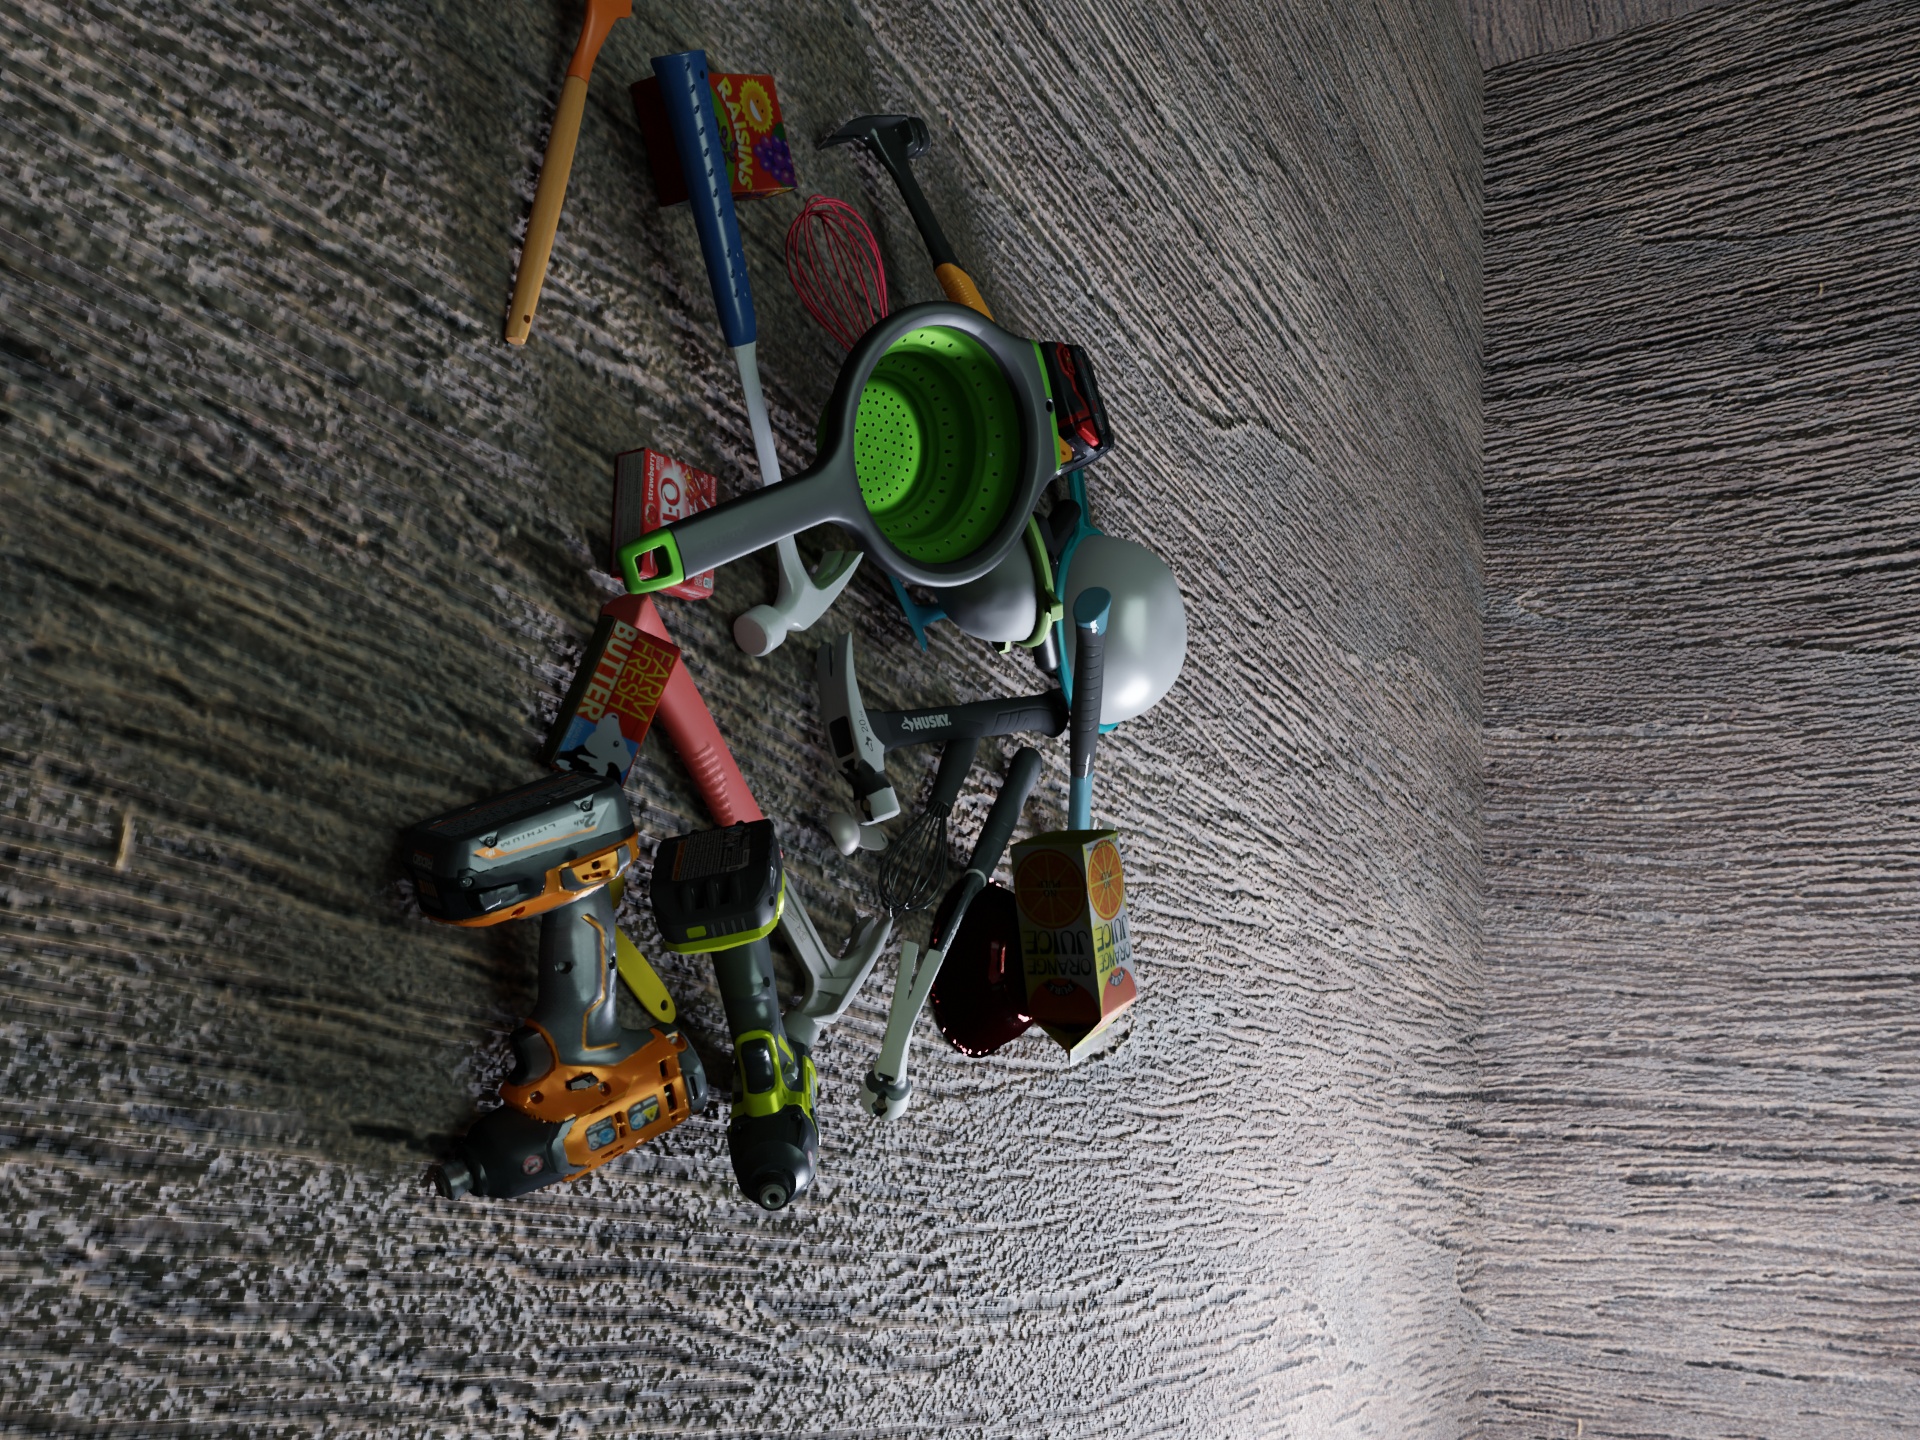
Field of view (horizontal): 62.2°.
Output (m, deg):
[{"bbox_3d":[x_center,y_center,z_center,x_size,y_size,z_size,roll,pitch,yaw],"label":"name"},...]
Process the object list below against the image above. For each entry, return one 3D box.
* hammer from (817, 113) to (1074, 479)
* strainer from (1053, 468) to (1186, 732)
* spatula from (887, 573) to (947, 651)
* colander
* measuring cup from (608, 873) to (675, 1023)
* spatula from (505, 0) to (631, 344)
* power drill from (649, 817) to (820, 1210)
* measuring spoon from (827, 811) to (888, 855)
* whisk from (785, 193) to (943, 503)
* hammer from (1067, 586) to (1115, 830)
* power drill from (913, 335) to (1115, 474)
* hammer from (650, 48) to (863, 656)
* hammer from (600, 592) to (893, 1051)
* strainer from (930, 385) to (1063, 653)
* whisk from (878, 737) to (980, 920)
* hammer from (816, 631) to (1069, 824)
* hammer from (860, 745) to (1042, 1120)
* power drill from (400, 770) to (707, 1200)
[{"bbox_3d":[0.001,-0.353,1.335,0.127,0.034,0.337,-30,93,-52],"label":"hammer"},{"bbox_3d":[0.163,-0.155,1.588,0.211,0.095,0.340,-36,120,-58],"label":"strainer"},{"bbox_3d":[0.014,-0.105,1.411,0.317,0.044,0.082,-15,78,-59],"label":"spatula"},{"bbox_3d":[-0.096,-0.172,1.131,0.397,0.094,0.204,-29,116,-37],"label":"colander"},{"bbox_3d":[-0.215,0.138,1.019,0.156,0.029,0.062,62,38,-28],"label":"measuring cup"},{"bbox_3d":[-0.261,-0.391,1.033,0.081,0.041,0.323,28,66,-53],"label":"spatula"},{"bbox_3d":[-0.136,0.190,1.027,0.171,0.080,0.223,-112,-169,-74],"label":"power drill"},{"bbox_3d":[-0.073,0.088,1.238,0.034,0.018,0.124,67,12,12],"label":"measuring spoon"},{"bbox_3d":[-0.069,-0.293,1.298,0.295,0.073,0.073,65,37,-41],"label":"whisk"},{"bbox_3d":[0.112,0.035,1.461,0.128,0.033,0.330,-46,144,-51],"label":"hammer"},{"bbox_3d":[0.048,-0.265,1.435,0.226,0.080,0.188,-9,81,-56],"label":"power drill"},{"bbox_3d":[-0.151,-0.259,1.131,0.144,0.035,0.405,-43,129,-52],"label":"hammer"},{"bbox_3d":[-0.152,0.063,1.127,0.149,0.037,0.358,-56,132,-46],"label":"hammer"},{"bbox_3d":[-0.006,-0.172,1.290,0.069,0.151,0.256,-20,88,-18],"label":"strainer"},{"bbox_3d":[-0.019,0.071,1.335,0.055,0.055,0.239,60,35,-34],"label":"whisk"},{"bbox_3d":[-0.002,-0.004,1.336,0.334,0.035,0.146,-7,76,-57],"label":"hammer"},{"bbox_3d":[0.007,0.136,1.305,0.409,0.036,0.149,-61,167,-56],"label":"hammer"},{"bbox_3d":[-0.244,0.159,0.915,0.164,0.084,0.226,-22,109,-37],"label":"power drill"}]
